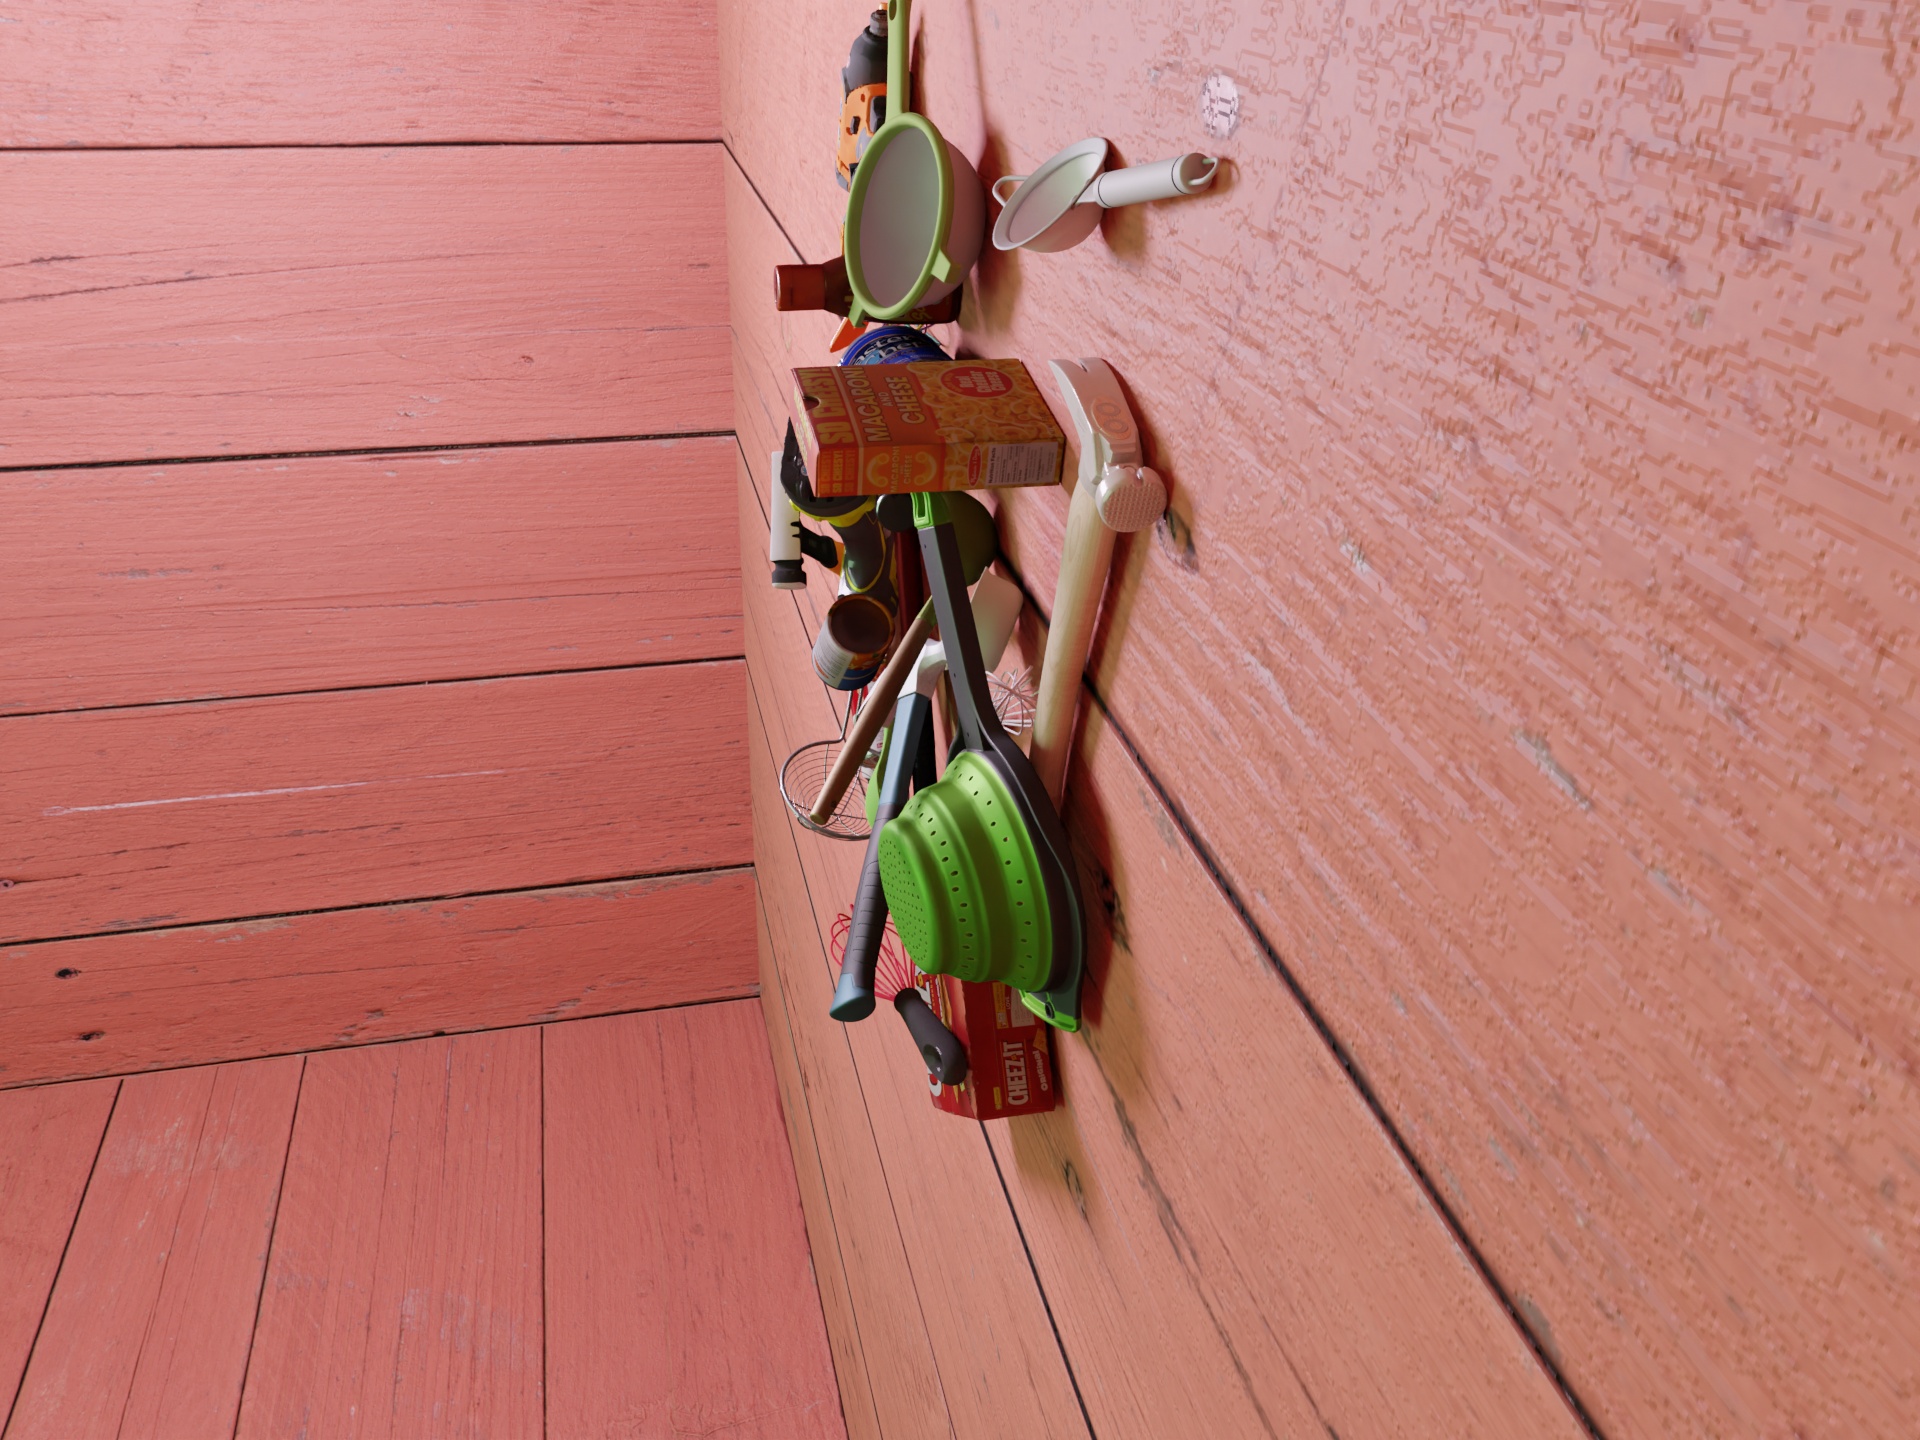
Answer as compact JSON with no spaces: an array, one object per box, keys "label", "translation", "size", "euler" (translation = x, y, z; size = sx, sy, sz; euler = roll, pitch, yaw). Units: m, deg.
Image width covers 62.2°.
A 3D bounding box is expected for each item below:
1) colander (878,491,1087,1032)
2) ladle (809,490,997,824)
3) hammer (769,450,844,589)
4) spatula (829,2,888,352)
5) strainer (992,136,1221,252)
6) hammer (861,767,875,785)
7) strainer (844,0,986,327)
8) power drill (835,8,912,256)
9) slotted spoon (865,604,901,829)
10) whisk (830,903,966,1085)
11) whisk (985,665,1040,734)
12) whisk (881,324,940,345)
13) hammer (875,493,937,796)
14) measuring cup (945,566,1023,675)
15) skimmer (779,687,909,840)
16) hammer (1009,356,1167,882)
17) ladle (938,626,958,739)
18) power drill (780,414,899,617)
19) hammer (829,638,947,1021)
[{"label":"colander","translation":[-0.016,0.033,1.099],"size":[0.204,0.094,0.397],"euler":[-173,69,-71]},{"label":"ladle","translation":[-0.048,-0.051,1.170],"size":[0.078,0.062,0.320],"euler":[60,-137,-40]},{"label":"hammer","translation":[-0.129,-0.174,1.600],"size":[0.336,0.034,0.127],"euler":[19,-109,-79]},{"label":"spatula","translation":[-0.088,-0.513,1.524],"size":[0.081,0.041,0.322],"euler":[-48,-32,-56]},{"label":"strainer","translation":[0.080,-0.287,0.870],"size":[0.087,0.050,0.259],"euler":[-51,23,-2]},{"label":"hammer","translation":[-0.047,0.157,1.637],"size":[0.409,0.036,0.149],"euler":[-132,38,-70]},{"label":"strainer","translation":[-0.025,-0.431,1.213],"size":[0.151,0.069,0.256],"euler":[-4,85,57]},{"label":"power drill","translation":[-0.065,-0.485,1.355],"size":[0.164,0.084,0.227],"euler":[100,164,-49]},{"label":"slotted spoon","translation":[-0.064,-0.030,1.523],"size":[0.070,0.031,0.314],"euler":[64,-153,-65]},{"label":"whisk","translation":[-0.049,0.219,1.297],"size":[0.296,0.073,0.073],"euler":[-138,44,-65]},{"label":"whisk","translation":[0.023,-0.003,1.232],"size":[0.058,0.059,0.246],"euler":[-60,2,-11]},{"label":"whisk","translation":[-0.053,-0.375,1.452],"size":[0.245,0.051,0.047],"euler":[-114,43,-66]},{"label":"hammer","translation":[-0.039,-0.048,1.475],"size":[0.143,0.038,0.386],"euler":[-80,-12,-64]},{"label":"measuring cup","translation":[0.024,-0.073,1.225],"size":[0.167,0.038,0.083],"euler":[-46,-22,-83]},{"label":"skimmer","translation":[-0.092,-0.061,1.556],"size":[0.090,0.127,0.363],"euler":[148,132,-78]},{"label":"hammer","translation":[0.065,-0.036,1.048],"size":[0.410,0.038,0.146],"euler":[97,164,-45]},{"label":"ladle","translation":[-0.002,-0.004,1.382],"size":[0.069,0.031,0.316],"euler":[50,-149,-68]},{"label":"power drill","translation":[-0.096,-0.212,1.472],"size":[0.223,0.080,0.171],"euler":[68,-155,-65]},{"label":"hammer","translation":[-0.059,0.086,1.322],"size":[0.128,0.033,0.331],"euler":[-19,54,51]}]
